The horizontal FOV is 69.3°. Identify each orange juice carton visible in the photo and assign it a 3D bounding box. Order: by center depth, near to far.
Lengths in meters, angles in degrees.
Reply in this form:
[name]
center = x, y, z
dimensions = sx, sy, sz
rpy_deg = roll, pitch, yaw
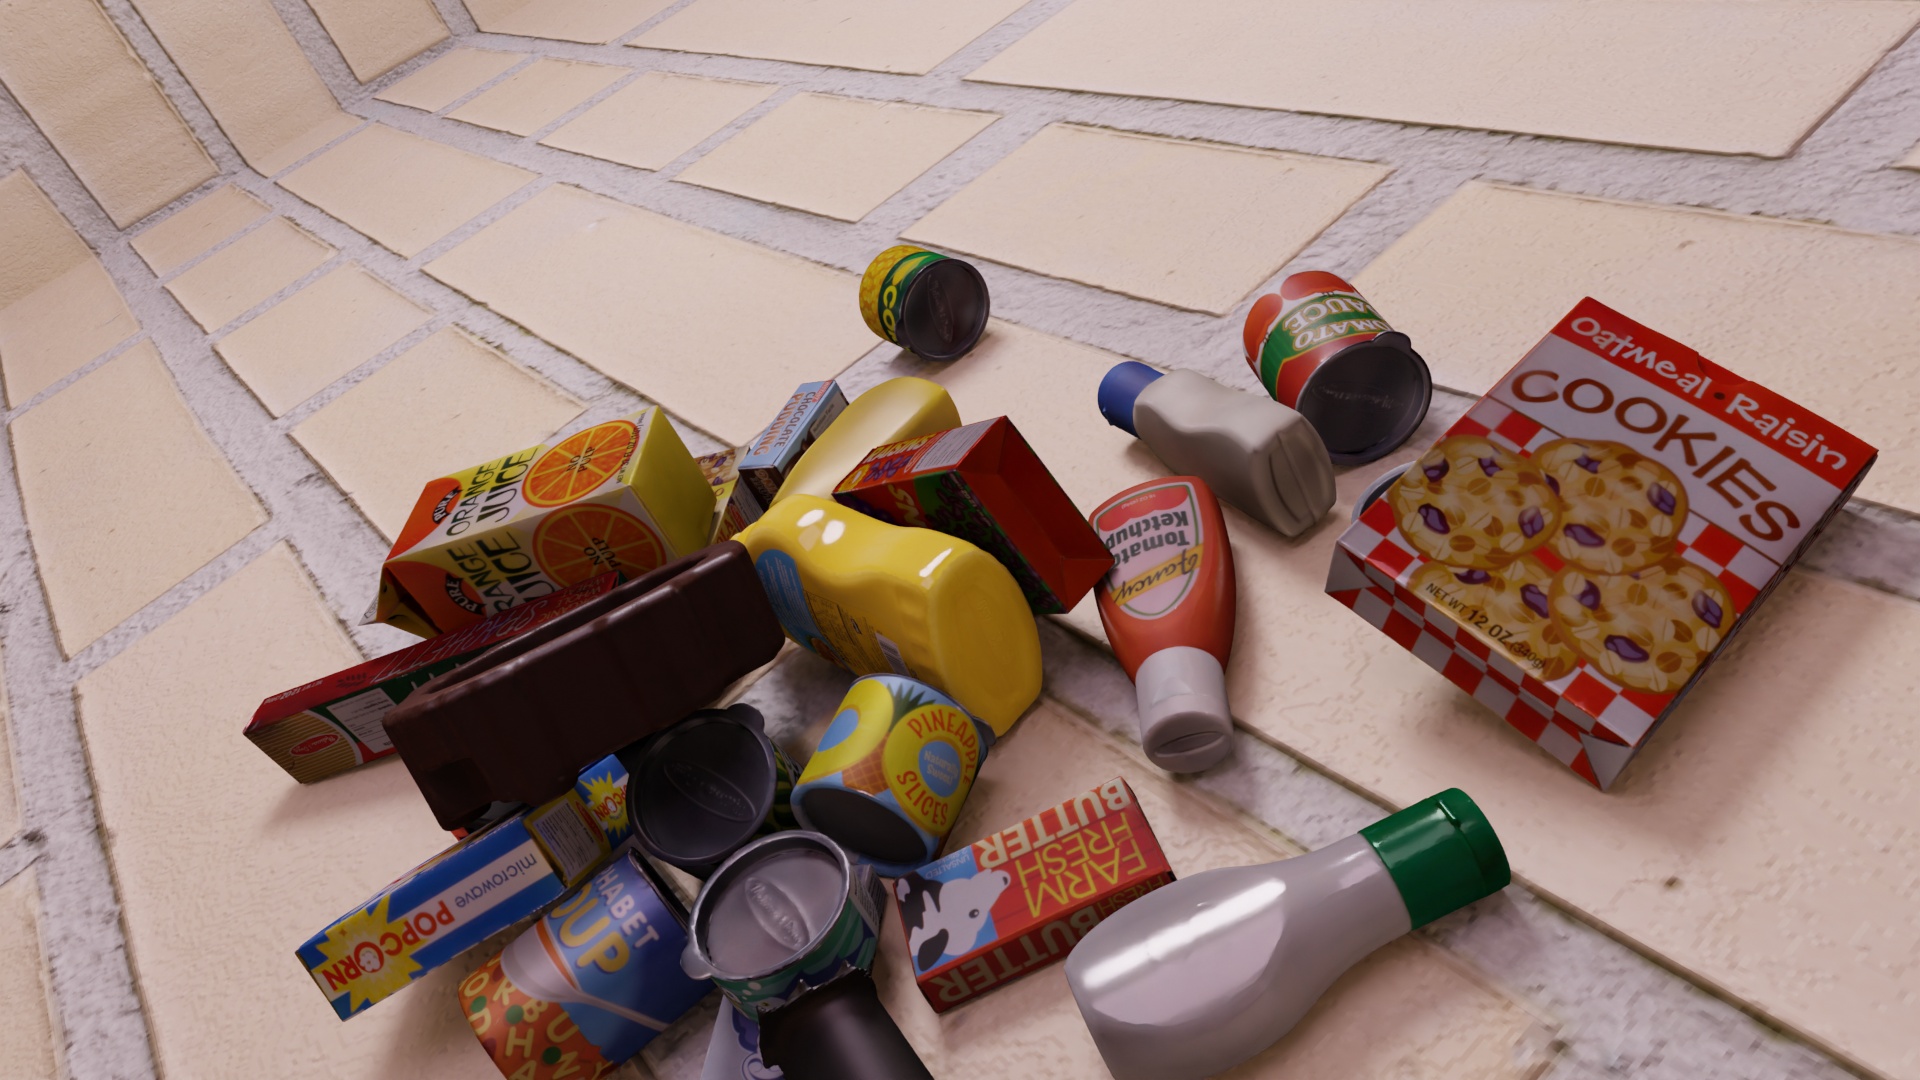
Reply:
[orange juice carton]
center = -0.237, 0.000, 0.758
dimensions = 0.192, 0.072, 0.072
rpy_deg = -16, 38, 15

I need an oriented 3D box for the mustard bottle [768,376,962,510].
[mustard bottle]
center = -0.066, -0.027, 0.775
dimensions = 0.065, 0.048, 0.161
rpy_deg = 15, 52, 43

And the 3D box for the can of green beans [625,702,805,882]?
[can of green beans]
center = -0.099, 0.112, 0.591
dimensions = 0.071, 0.057, 0.071
rpy_deg = -6, 63, 12

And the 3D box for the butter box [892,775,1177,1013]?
[butter box]
center = 0.028, 0.134, 0.530
dimensions = 0.103, 0.024, 0.053
rpy_deg = -25, 34, 2

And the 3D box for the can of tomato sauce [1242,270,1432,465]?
[can of tomato sauce]
center = 0.181, -0.088, 0.678
dimensions = 0.071, 0.071, 0.083
rpy_deg = -23, 35, 5

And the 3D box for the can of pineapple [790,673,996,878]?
[can of pineapple]
center = -0.028, 0.097, 0.575
dimensions = 0.071, 0.070, 0.058
rpy_deg = -1, 43, 31

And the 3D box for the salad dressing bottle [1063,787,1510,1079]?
[salad dressing bottle]
center = 0.110, 0.131, 0.467
dimensions = 0.148, 0.043, 0.064
rpy_deg = -25, 33, -1

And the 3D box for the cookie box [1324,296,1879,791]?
[cookie box]
center = 0.241, -0.007, 0.526
dimensions = 0.168, 0.040, 0.123
rpy_deg = -40, 60, -20

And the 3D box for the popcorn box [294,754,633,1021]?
[popcorn box]
center = -0.206, 0.146, 0.598
dimensions = 0.126, 0.038, 0.085
rpy_deg = -31, 3, 13

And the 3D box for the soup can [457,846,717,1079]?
[soup can]
center = -0.145, 0.172, 0.549
dimensions = 0.084, 0.071, 0.071
rpy_deg = -37, 36, -15

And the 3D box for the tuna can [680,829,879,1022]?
[tuna can]
center = -0.068, 0.147, 0.522
dimensions = 0.071, 0.032, 0.071
rpy_deg = -16, 36, 12

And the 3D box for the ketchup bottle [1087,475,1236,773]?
[ketchup bottle]
center = 0.091, 0.034, 0.602
dimensions = 0.064, 0.043, 0.149
rpy_deg = -20, 36, 16

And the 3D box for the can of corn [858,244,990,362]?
[can of corn]
center = -0.026, -0.152, 0.894
dimensions = 0.071, 0.071, 0.058
rpy_deg = -38, 36, -16

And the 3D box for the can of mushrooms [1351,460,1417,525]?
[can of mushrooms]
center = 0.204, -0.003, 0.587
dimensions = 0.071, 0.033, 0.071
rpy_deg = -17, 35, 13

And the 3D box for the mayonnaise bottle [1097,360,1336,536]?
[mayonnaise bottle]
center = 0.120, -0.054, 0.683
dimensions = 0.041, 0.064, 0.148
rpy_deg = -37, 33, -8

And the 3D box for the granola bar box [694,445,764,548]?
[granola bar box]
center = -0.202, 0.012, 0.817
dimensions = 0.165, 0.039, 0.125
rpy_deg = -12, 38, 19

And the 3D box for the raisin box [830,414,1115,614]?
[raisin box]
center = 0.002, -0.008, 0.644
dimensions = 0.040, 0.086, 0.123
rpy_deg = -48, 19, -24

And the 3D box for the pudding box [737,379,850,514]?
[pudding box]
center = -0.091, -0.051, 0.820
dimensions = 0.030, 0.049, 0.084
rpy_deg = -3, 41, 32

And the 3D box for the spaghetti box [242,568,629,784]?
[spaghetti box]
center = -0.276, 0.077, 0.756
dimensions = 0.250, 0.050, 0.029
rpy_deg = -19, 36, 17

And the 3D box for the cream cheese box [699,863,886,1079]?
[cream cheese box]
center = -0.063, 0.174, 0.535
dimensions = 0.053, 0.024, 0.104
rpy_deg = -13, 37, 19
